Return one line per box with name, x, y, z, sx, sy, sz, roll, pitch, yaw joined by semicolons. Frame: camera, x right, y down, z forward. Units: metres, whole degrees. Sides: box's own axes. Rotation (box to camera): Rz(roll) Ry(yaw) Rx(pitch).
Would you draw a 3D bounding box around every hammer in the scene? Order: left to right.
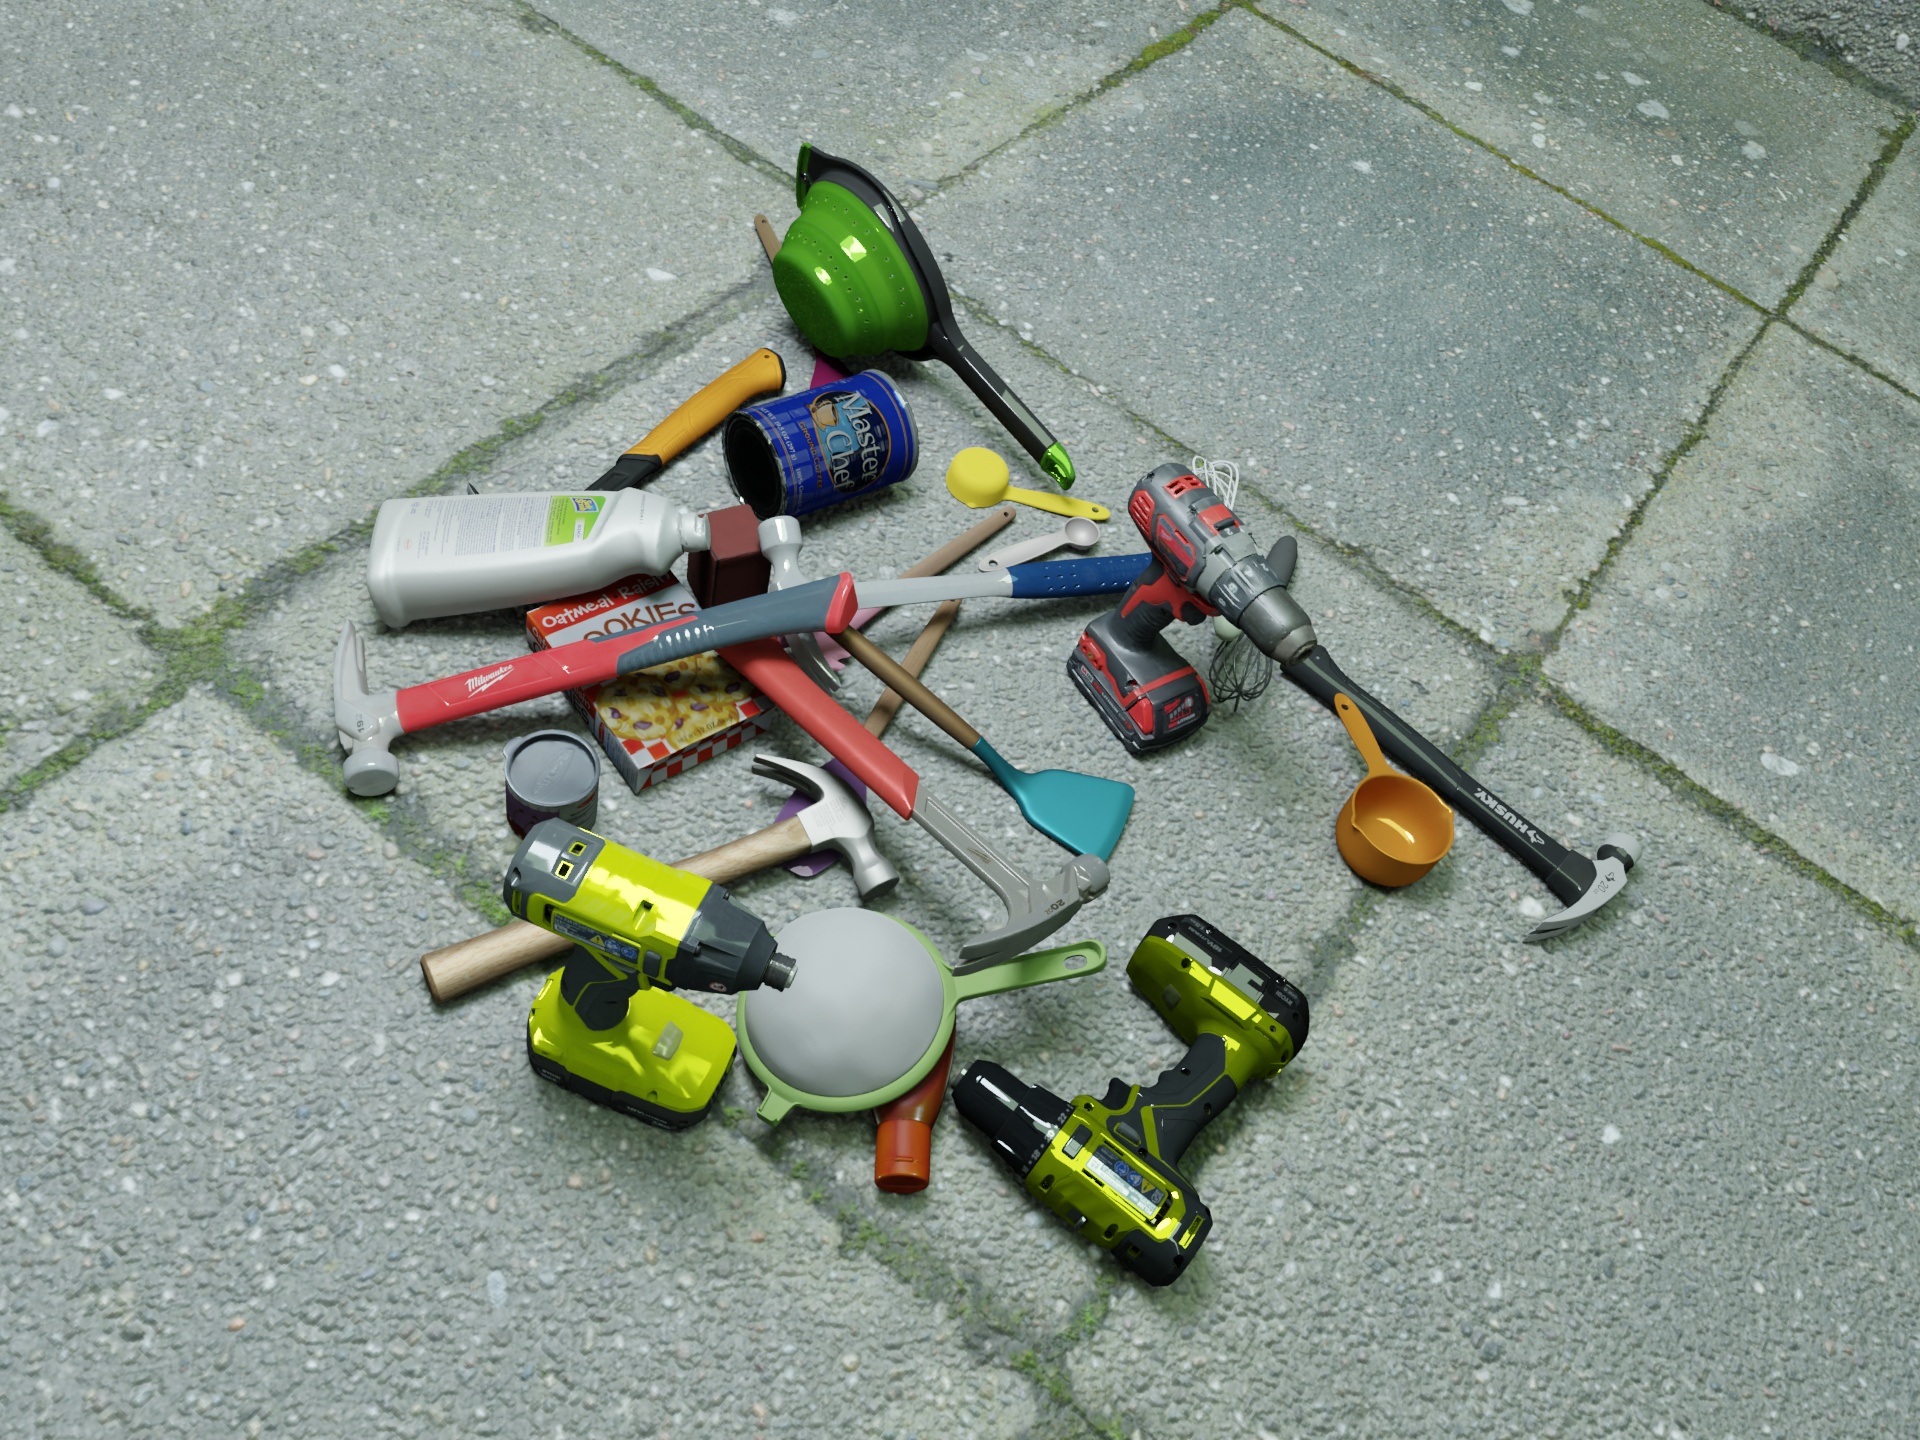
hammer;-0.268;-0.058;1.179;0.386;0.038;0.143;-15;58;-5
hammer;-0.271;-0.240;1.387;0.127;0.034;0.337;35;53;10
hammer;-0.214;0.118;1.124;0.331;0.031;0.130;-20;69;-25
hammer;-0.066;0.037;1.140;0.149;0.036;0.359;-23;53;-42
hammer;0.030;-0.109;1.335;0.405;0.035;0.144;-8;79;-30
hammer;0.410;0.049;1.356;0.335;0.035;0.146;41;53;16

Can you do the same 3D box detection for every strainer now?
strainer;-0.028;0.169;1.061;0.256;0.069;0.152;-11;53;-2

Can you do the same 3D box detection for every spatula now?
spatula;-0.064;0.001;1.271;0.060;0.018;0.316;27;53;3
spatula;-0.002;-0.004;1.240;0.317;0.044;0.082;39;53;-14

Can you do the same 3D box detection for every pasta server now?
pasta server;-0.050;-0.113;1.350;0.316;0.040;0.060;-38;95;-36

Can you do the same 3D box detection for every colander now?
colander;-0.053;-0.342;1.454;0.094;0.204;0.397;-39;82;-16

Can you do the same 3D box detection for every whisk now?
whisk;0.232;-0.159;1.435;0.059;0.057;0.247;-22;40;22
whisk;0.270;-0.093;1.421;0.055;0.055;0.239;25;47;4

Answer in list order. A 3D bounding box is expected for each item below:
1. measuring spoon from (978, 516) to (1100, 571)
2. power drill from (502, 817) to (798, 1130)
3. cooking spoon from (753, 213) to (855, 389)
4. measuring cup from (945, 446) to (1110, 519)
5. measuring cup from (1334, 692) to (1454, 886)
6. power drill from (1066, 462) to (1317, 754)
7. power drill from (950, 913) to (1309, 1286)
measuring spoon;0.070;-0.152;1.431;0.124;0.018;0.034;-21;62;-20
power drill;-0.193;0.164;0.981;0.171;0.223;0.080;23;52;2
cooking spoon;-0.145;-0.383;1.539;0.068;0.017;0.319;-11;58;-24
measuring cup;0.065;-0.214;1.461;0.156;0.029;0.062;13;52;-3
measuring cup;0.339;0.059;1.319;0.095;0.052;0.174;-5;53;-19
power drill;0.182;-0.069;1.258;0.080;0.226;0.188;-23;62;-29
power drill;0.121;0.246;1.102;0.190;0.080;0.228;36;56;11
